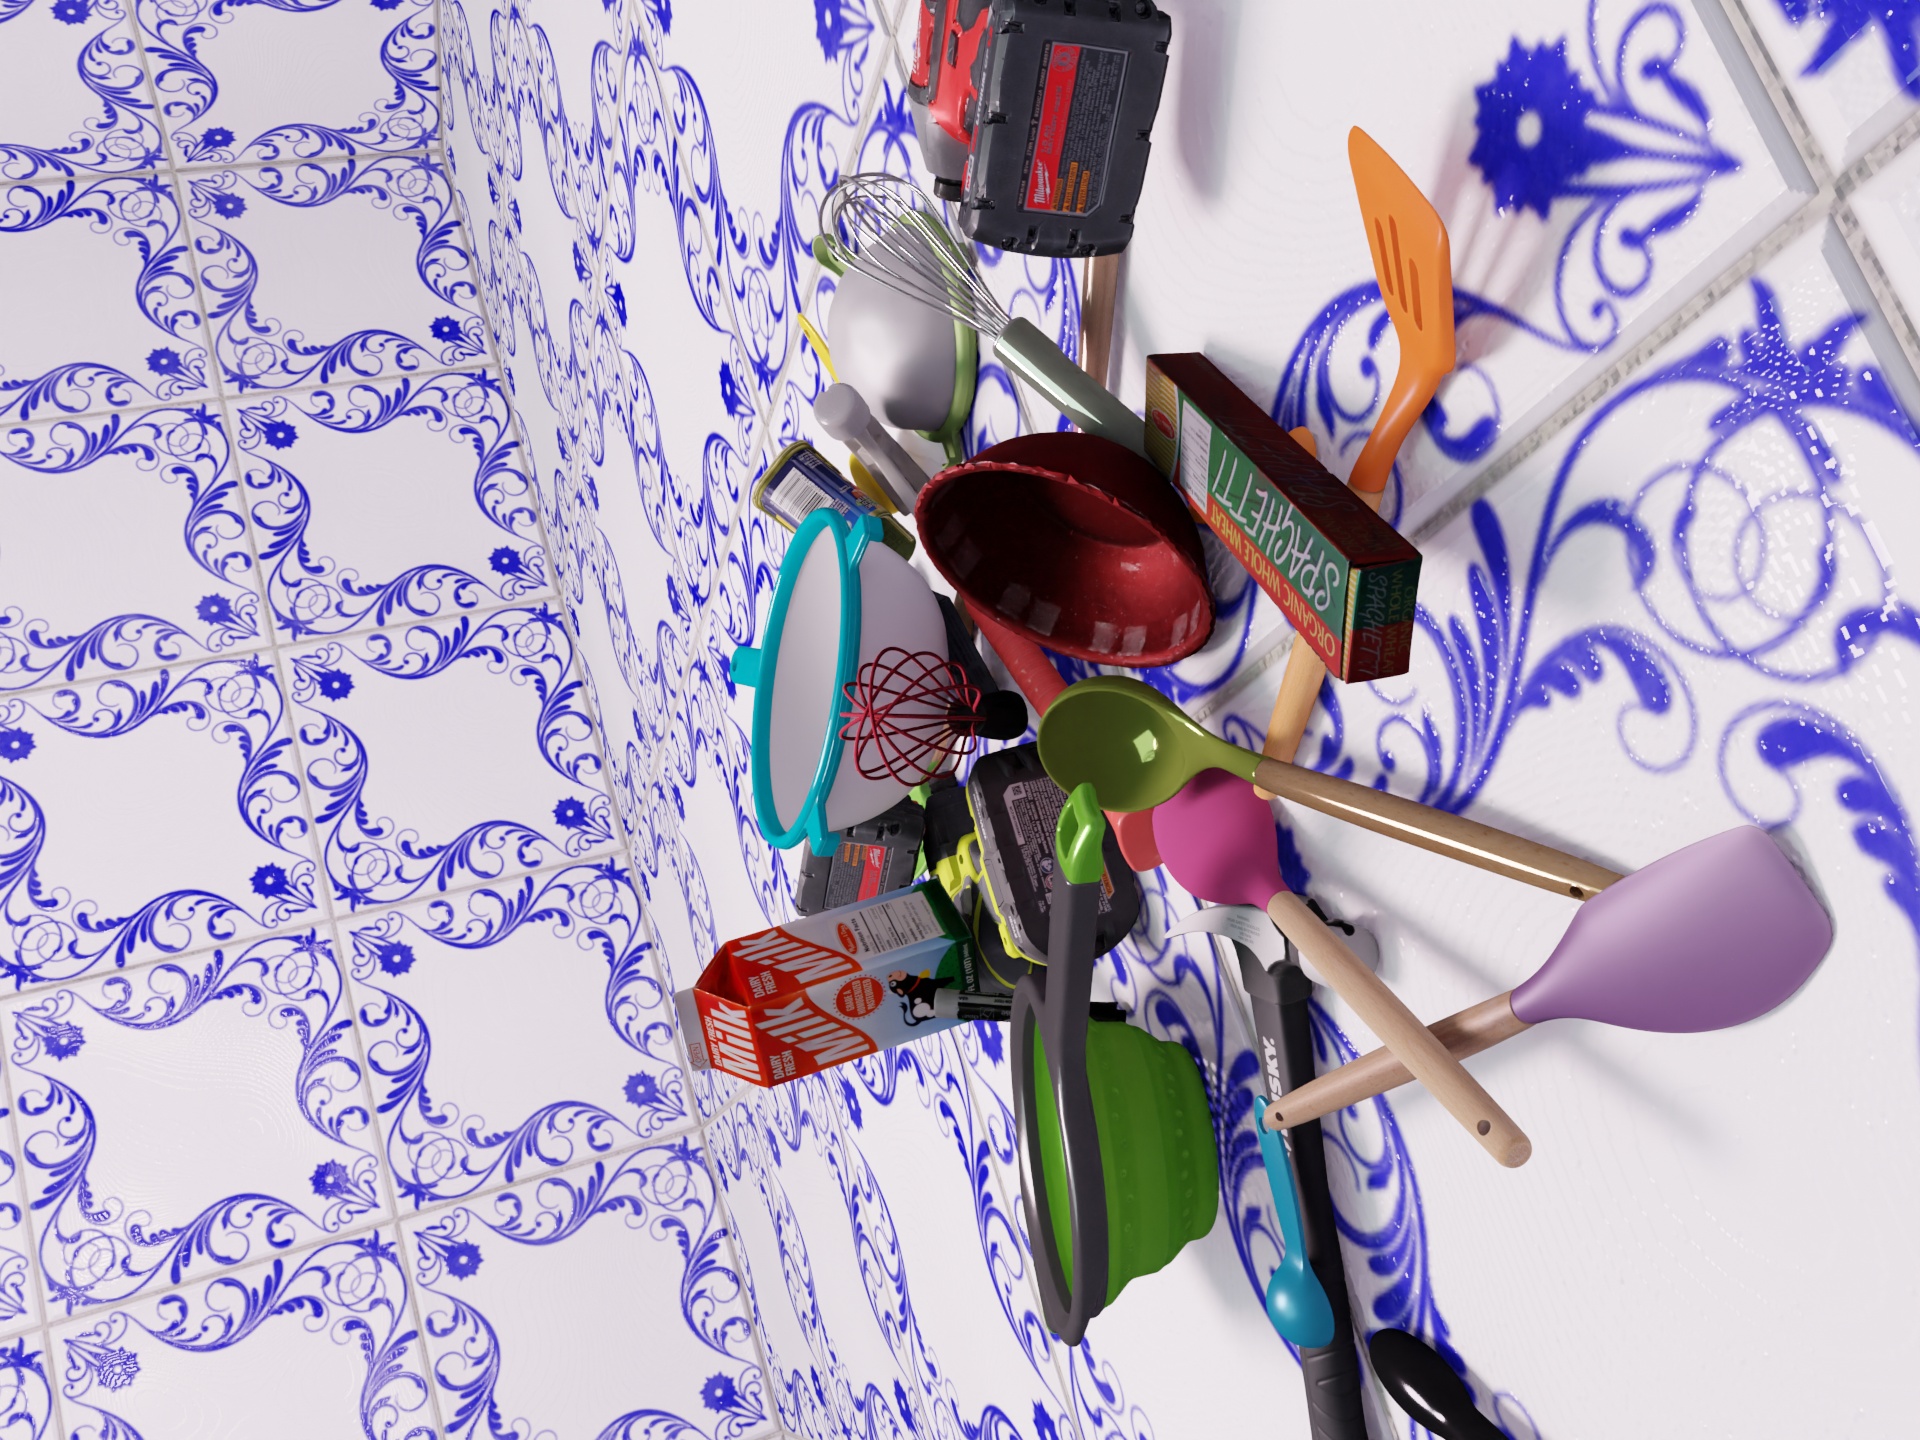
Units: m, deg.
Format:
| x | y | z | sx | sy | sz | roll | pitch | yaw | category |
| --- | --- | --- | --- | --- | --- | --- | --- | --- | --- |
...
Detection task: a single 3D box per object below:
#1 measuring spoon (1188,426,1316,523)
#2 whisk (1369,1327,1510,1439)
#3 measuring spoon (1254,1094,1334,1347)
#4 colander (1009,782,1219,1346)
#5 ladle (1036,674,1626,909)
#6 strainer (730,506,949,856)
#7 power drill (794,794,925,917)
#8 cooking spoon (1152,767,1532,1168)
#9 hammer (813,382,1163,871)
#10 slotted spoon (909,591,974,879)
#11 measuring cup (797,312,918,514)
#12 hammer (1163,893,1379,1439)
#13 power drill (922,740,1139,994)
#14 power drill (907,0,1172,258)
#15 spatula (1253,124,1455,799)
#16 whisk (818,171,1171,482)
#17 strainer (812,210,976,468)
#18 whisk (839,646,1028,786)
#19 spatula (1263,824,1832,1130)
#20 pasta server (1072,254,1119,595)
| x | y | z | sx | sy | sz | roll | pitch | yaw | category |
| --- | --- | --- | --- | --- | --- | --- | --- | --- | --- |
| 0.131 | -0.111 | 0.741 | 0.117 | 0.011 | 0.021 | 156 | 101 | -70 | measuring spoon |
| 0.247 | 0.332 | 0.641 | 0.285 | 0.070 | 0.070 | -146 | 47 | -68 | whisk |
| 0.153 | 0.247 | 0.778 | 0.042 | 0.021 | 0.128 | -3 | 101 | 68 | measuring spoon |
| 0.090 | 0.182 | 0.853 | 0.205 | 0.094 | 0.396 | -102 | 9 | -48 | colander |
| 0.144 | 0.036 | 0.696 | 0.320 | 0.062 | 0.078 | 21 | 143 | 56 | ladle |
| -0.081 | -0.025 | 1.048 | 0.340 | 0.095 | 0.211 | -168 | 86 | -71 | strainer |
| -0.067 | 0.017 | 1.165 | 0.227 | 0.080 | 0.187 | -89 | 9 | -47 | power drill |
| 0.155 | 0.094 | 0.709 | 0.068 | 0.017 | 0.319 | -60 | 26 | 12 | cooking spoon |
| 0.027 | -0.054 | 0.966 | 0.359 | 0.036 | 0.149 | 56 | -173 | 29 | hammer |
| -0.016 | 0.009 | 1.174 | 0.313 | 0.031 | 0.070 | 103 | 155 | -45 | slotted spoon |
| -0.082 | -0.214 | 1.128 | 0.156 | 0.029 | 0.062 | 58 | 166 | -20 | measuring cup |
| 0.174 | 0.249 | 0.808 | 0.146 | 0.035 | 0.334 | -168 | 67 | -67 | hammer |
| 0.029 | 0.095 | 1.039 | 0.223 | 0.080 | 0.171 | 133 | 121 | -69 | power drill |
| 0.023 | -0.307 | 0.780 | 0.220 | 0.078 | 0.143 | -113 | 28 | -55 | power drill |
| 0.154 | -0.079 | 0.661 | 0.322 | 0.041 | 0.081 | 97 | 162 | -44 | spatula |
| 0.020 | -0.204 | 0.821 | 0.246 | 0.059 | 0.057 | 43 | 168 | 13 | whisk |
| -0.071 | -0.283 | 1.086 | 0.257 | 0.069 | 0.151 | -129 | 33 | -47 | strainer |
| -0.001 | -0.003 | 0.887 | 0.295 | 0.073 | 0.073 | -1 | -103 | -75 | whisk |
| 0.207 | 0.122 | 0.626 | 0.060 | 0.018 | 0.315 | 61 | 148 | 13 | spatula |
| 0.066 | -0.191 | 0.830 | 0.060 | 0.040 | 0.316 | 24 | 127 | 31 | pasta server |
